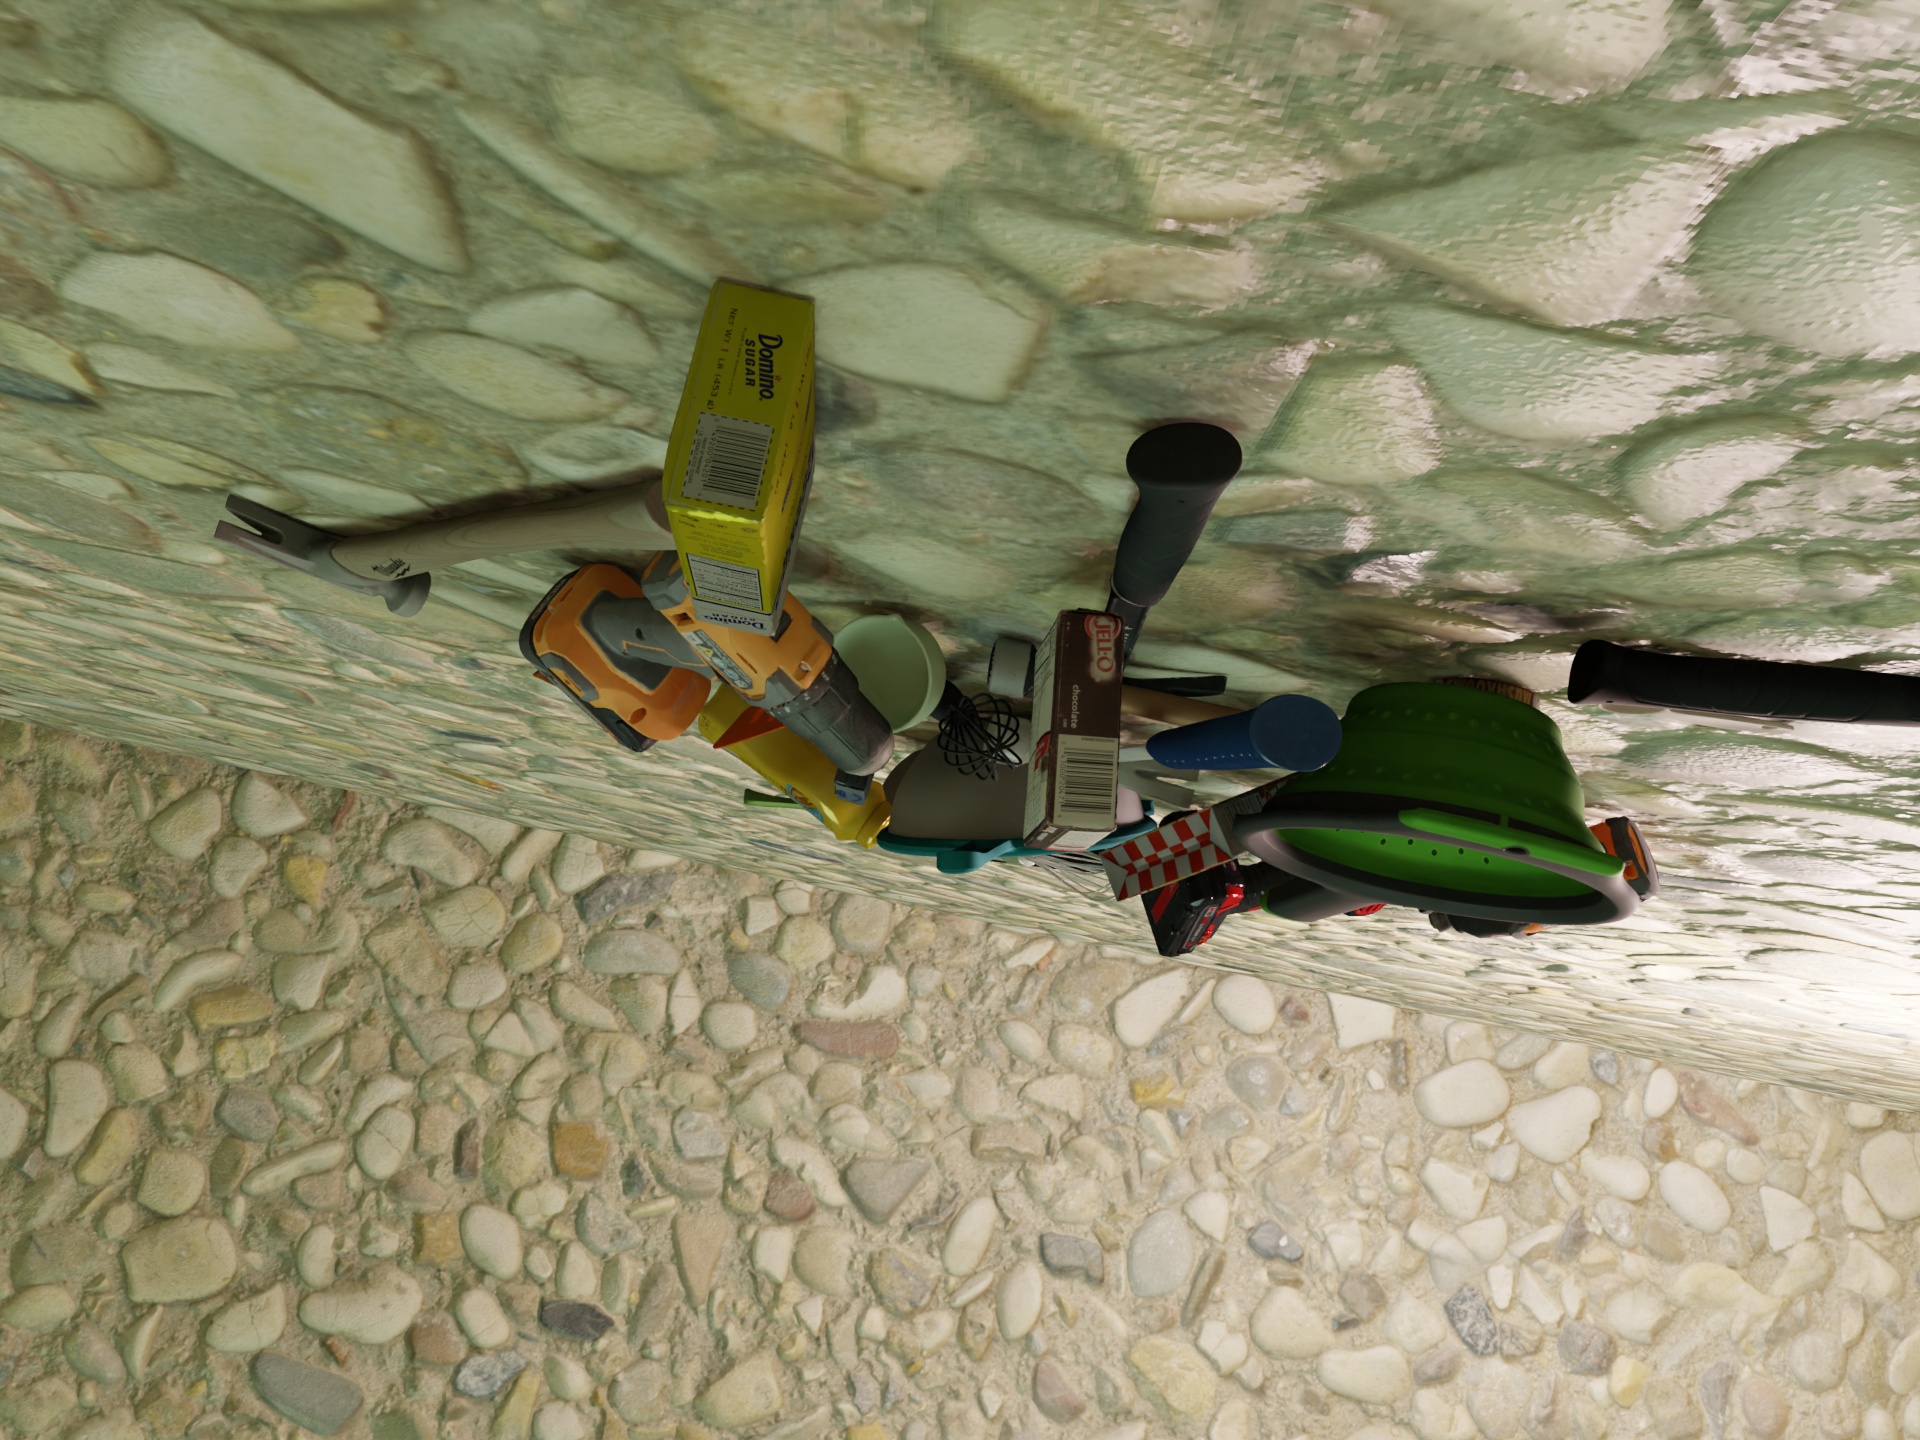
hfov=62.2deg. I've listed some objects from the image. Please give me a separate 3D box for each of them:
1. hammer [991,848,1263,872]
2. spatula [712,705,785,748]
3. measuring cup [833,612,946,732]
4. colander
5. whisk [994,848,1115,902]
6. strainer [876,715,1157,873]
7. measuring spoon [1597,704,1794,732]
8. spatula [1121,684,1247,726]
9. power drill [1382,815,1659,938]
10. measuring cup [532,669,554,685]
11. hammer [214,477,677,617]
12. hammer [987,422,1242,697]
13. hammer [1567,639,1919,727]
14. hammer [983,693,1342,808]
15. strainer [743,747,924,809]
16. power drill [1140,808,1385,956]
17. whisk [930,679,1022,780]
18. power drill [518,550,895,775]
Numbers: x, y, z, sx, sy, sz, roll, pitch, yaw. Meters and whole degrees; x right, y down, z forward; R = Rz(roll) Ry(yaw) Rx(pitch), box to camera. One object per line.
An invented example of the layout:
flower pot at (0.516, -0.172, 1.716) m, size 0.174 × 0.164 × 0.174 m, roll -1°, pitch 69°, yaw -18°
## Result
hammer at (0.154, 0.130, 1.456) m, size 0.331 × 0.033 × 0.128 m, roll 6°, pitch 177°, yaw -2°
spatula at (-0.102, 0.002, 1.198) m, size 0.081 × 0.041 × 0.322 m, roll -19°, pitch 172°, yaw 9°
measuring cup at (-0.083, -0.048, 1.029) m, size 0.168 × 0.083 × 0.038 m, roll 25°, pitch -164°, yaw 22°
colander at (0.246, 0.055, 0.917) m, size 0.204 × 0.094 × 0.397 m, roll 14°, pitch 167°, yaw -2°
whisk at (0.062, 0.111, 1.324) m, size 0.057 × 0.059 × 0.246 m, roll 21°, pitch 170°, yaw -33°
strainer at (0.028, 0.046, 1.131) m, size 0.211 × 0.095 × 0.340 m, roll -2°, pitch -179°, yaw 11°
measuring spoon at (0.395, -0.008, 0.849) m, size 0.124 × 0.018 × 0.034 m, roll 8°, pitch 170°, yaw -18°
spatula at (0.207, 0.011, 0.940) m, size 0.316 × 0.018 × 0.059 m, roll 12°, pitch 168°, yaw -7°
power drill at (0.375, 0.102, 1.112) m, size 0.164 × 0.084 × 0.226 m, roll -25°, pitch 150°, yaw 31°
measuring cup at (-0.268, -0.057, 1.165) m, size 0.095 × 0.052 × 0.173 m, roll 12°, pitch 166°, yaw -1°
hammer at (-0.306, -0.115, 0.969) m, size 0.411 × 0.038 × 0.146 m, roll -1°, pitch 162°, yaw 44°
hammer at (0.094, -0.062, 0.828) m, size 0.149 × 0.036 × 0.408 m, roll 10°, pitch 168°, yaw 1°
hammer at (0.459, -0.005, 0.737) m, size 0.335 × 0.035 × 0.146 m, roll 6°, pitch 166°, yaw 25°
hammer at (0.119, 0.017, 0.893) m, size 0.144 × 0.035 × 0.405 m, roll 14°, pitch 175°, yaw -9°
strainer at (-0.058, 0.053, 1.381) m, size 0.256 × 0.069 × 0.151 m, roll 5°, pitch 174°, yaw -4°
power drill at (0.259, 0.113, 1.246) m, size 0.219 × 0.079 × 0.143 m, roll -7°, pitch 149°, yaw -15°
whisk at (-0.003, -0.003, 1.054) m, size 0.055 × 0.055 × 0.239 m, roll 14°, pitch -173°, yaw -13°
power drill at (-0.156, -0.031, 0.992) m, size 0.226 × 0.084 × 0.185 m, roll -5°, pitch 136°, yaw 50°
